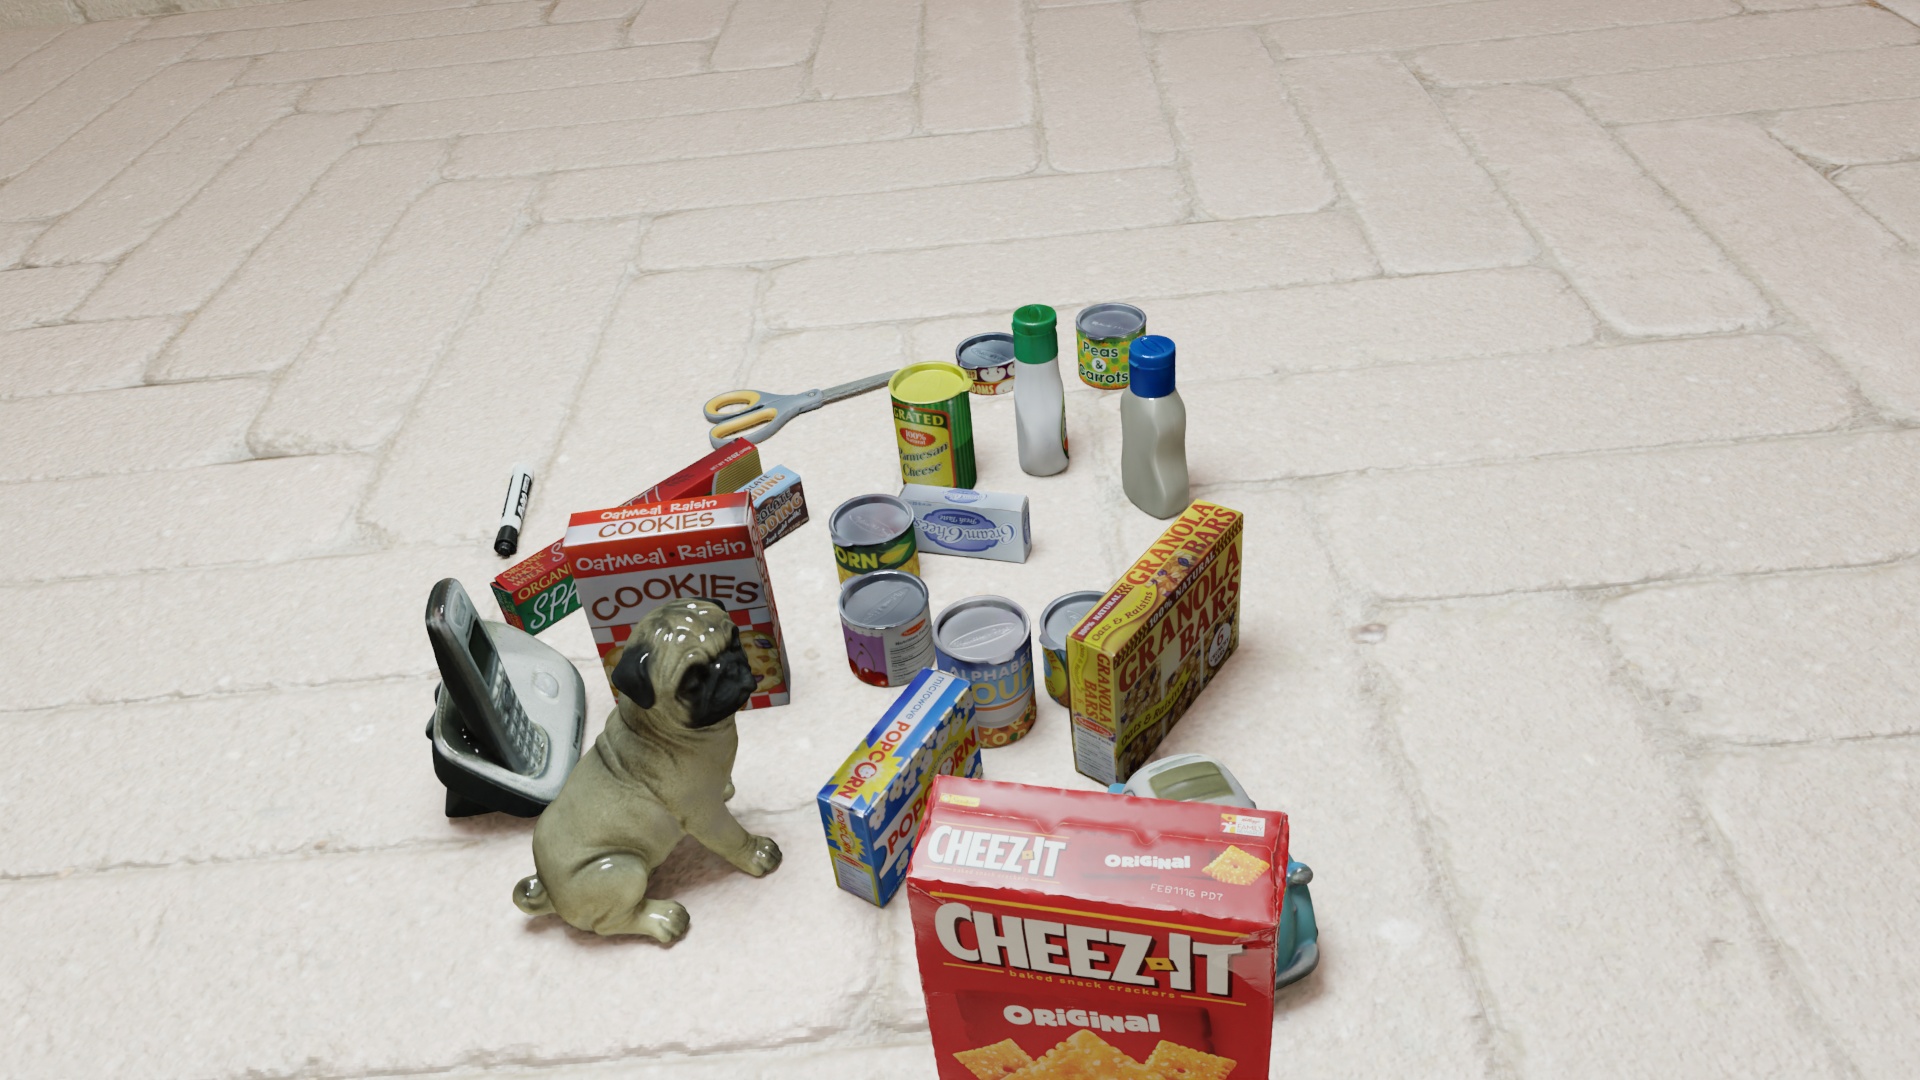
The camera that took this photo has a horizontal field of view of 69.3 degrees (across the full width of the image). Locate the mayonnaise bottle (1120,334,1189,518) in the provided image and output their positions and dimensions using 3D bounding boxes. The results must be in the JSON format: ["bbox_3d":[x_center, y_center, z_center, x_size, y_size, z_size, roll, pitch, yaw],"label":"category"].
[{"bbox_3d":[0.155,-0.092,1.112,0.041,0.147,0.065,-23,40,-20],"label":"mayonnaise bottle"}]

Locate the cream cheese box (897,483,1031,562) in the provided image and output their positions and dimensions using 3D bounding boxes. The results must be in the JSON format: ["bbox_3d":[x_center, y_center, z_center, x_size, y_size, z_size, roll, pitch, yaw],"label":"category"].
[{"bbox_3d":[0.004,-0.014,1.110,0.104,0.053,0.024,6,39,16],"label":"cream cheese box"}]

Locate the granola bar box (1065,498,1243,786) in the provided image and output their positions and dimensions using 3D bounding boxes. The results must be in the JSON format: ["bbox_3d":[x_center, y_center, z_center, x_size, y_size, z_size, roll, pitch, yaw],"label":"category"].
[{"bbox_3d":[0.132,0.067,0.927,0.039,0.123,0.166,21,45,31],"label":"granola bar box"}]

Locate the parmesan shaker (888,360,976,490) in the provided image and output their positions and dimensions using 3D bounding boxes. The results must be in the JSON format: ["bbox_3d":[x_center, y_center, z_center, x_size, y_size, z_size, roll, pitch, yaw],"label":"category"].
[{"bbox_3d":[-0.020,-0.090,1.173,0.071,0.102,0.072,-4,37,3],"label":"parmesan shaker"}]

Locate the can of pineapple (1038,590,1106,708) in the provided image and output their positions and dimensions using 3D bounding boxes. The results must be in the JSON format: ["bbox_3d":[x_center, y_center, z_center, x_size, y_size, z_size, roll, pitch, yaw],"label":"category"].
[{"bbox_3d":[0.088,0.078,0.974,0.071,0.057,0.071,-4,37,3],"label":"can of pineapple"}]

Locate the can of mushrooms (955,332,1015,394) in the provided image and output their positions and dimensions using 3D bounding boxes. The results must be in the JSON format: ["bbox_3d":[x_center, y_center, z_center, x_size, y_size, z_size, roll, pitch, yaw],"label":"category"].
[{"bbox_3d":[0.028,-0.168,1.324,0.071,0.033,0.071,-4,37,3],"label":"can of mushrooms"}]

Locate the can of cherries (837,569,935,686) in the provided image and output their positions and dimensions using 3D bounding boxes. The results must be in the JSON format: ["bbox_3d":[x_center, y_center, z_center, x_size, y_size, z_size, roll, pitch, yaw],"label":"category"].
[{"bbox_3d":[-0.054,0.063,1.015,0.071,0.058,0.072,-4,37,3],"label":"can of cherries"}]

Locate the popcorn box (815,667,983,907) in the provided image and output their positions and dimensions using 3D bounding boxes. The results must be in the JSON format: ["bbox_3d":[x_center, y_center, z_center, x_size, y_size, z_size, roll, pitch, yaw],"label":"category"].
[{"bbox_3d":[-0.035,0.152,0.873,0.038,0.084,0.127,16,43,27],"label":"popcorn box"}]

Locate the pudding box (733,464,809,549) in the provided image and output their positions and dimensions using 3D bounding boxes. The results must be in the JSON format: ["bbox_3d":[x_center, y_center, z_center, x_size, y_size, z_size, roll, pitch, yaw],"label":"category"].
[{"bbox_3d":[-0.168,-0.021,1.148,0.030,0.049,0.084,26,48,36],"label":"pudding box"}]

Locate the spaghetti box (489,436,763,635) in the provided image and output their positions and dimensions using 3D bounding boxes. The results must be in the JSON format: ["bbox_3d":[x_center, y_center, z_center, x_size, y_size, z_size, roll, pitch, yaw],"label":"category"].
[{"bbox_3d":[-0.266,-0.006,1.143,0.029,0.050,0.251,27,48,36],"label":"spaghetti box"}]

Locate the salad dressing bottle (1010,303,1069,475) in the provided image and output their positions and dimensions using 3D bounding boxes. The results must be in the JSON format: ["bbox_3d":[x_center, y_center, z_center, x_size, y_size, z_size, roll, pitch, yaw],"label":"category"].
[{"bbox_3d":[0.066,-0.126,1.170,0.044,0.146,0.064,-6,37,1],"label":"salad dressing bottle"}]

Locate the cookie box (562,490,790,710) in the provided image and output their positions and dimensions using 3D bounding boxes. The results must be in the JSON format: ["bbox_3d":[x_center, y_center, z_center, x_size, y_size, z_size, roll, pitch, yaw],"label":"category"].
[{"bbox_3d":[-0.192,0.049,0.964,0.123,0.166,0.040,-7,37,-1],"label":"cookie box"}]

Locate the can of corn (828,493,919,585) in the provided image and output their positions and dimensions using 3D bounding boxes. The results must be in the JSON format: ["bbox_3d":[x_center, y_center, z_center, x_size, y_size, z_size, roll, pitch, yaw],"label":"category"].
[{"bbox_3d":[-0.069,0.007,1.090,0.071,0.058,0.071,-4,37,3],"label":"can of corn"}]

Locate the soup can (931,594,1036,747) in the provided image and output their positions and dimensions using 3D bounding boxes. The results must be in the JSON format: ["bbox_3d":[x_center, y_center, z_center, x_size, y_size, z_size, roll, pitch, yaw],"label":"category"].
[{"bbox_3d":[0.018,0.091,0.946,0.071,0.083,0.072,-4,37,3],"label":"soup can"}]

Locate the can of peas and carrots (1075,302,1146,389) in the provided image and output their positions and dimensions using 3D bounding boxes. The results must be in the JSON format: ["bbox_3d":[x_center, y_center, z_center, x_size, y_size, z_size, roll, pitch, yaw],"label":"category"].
[{"bbox_3d":[0.141,-0.181,1.304,0.071,0.058,0.071,-4,37,3],"label":"can of peas and carrots"}]
